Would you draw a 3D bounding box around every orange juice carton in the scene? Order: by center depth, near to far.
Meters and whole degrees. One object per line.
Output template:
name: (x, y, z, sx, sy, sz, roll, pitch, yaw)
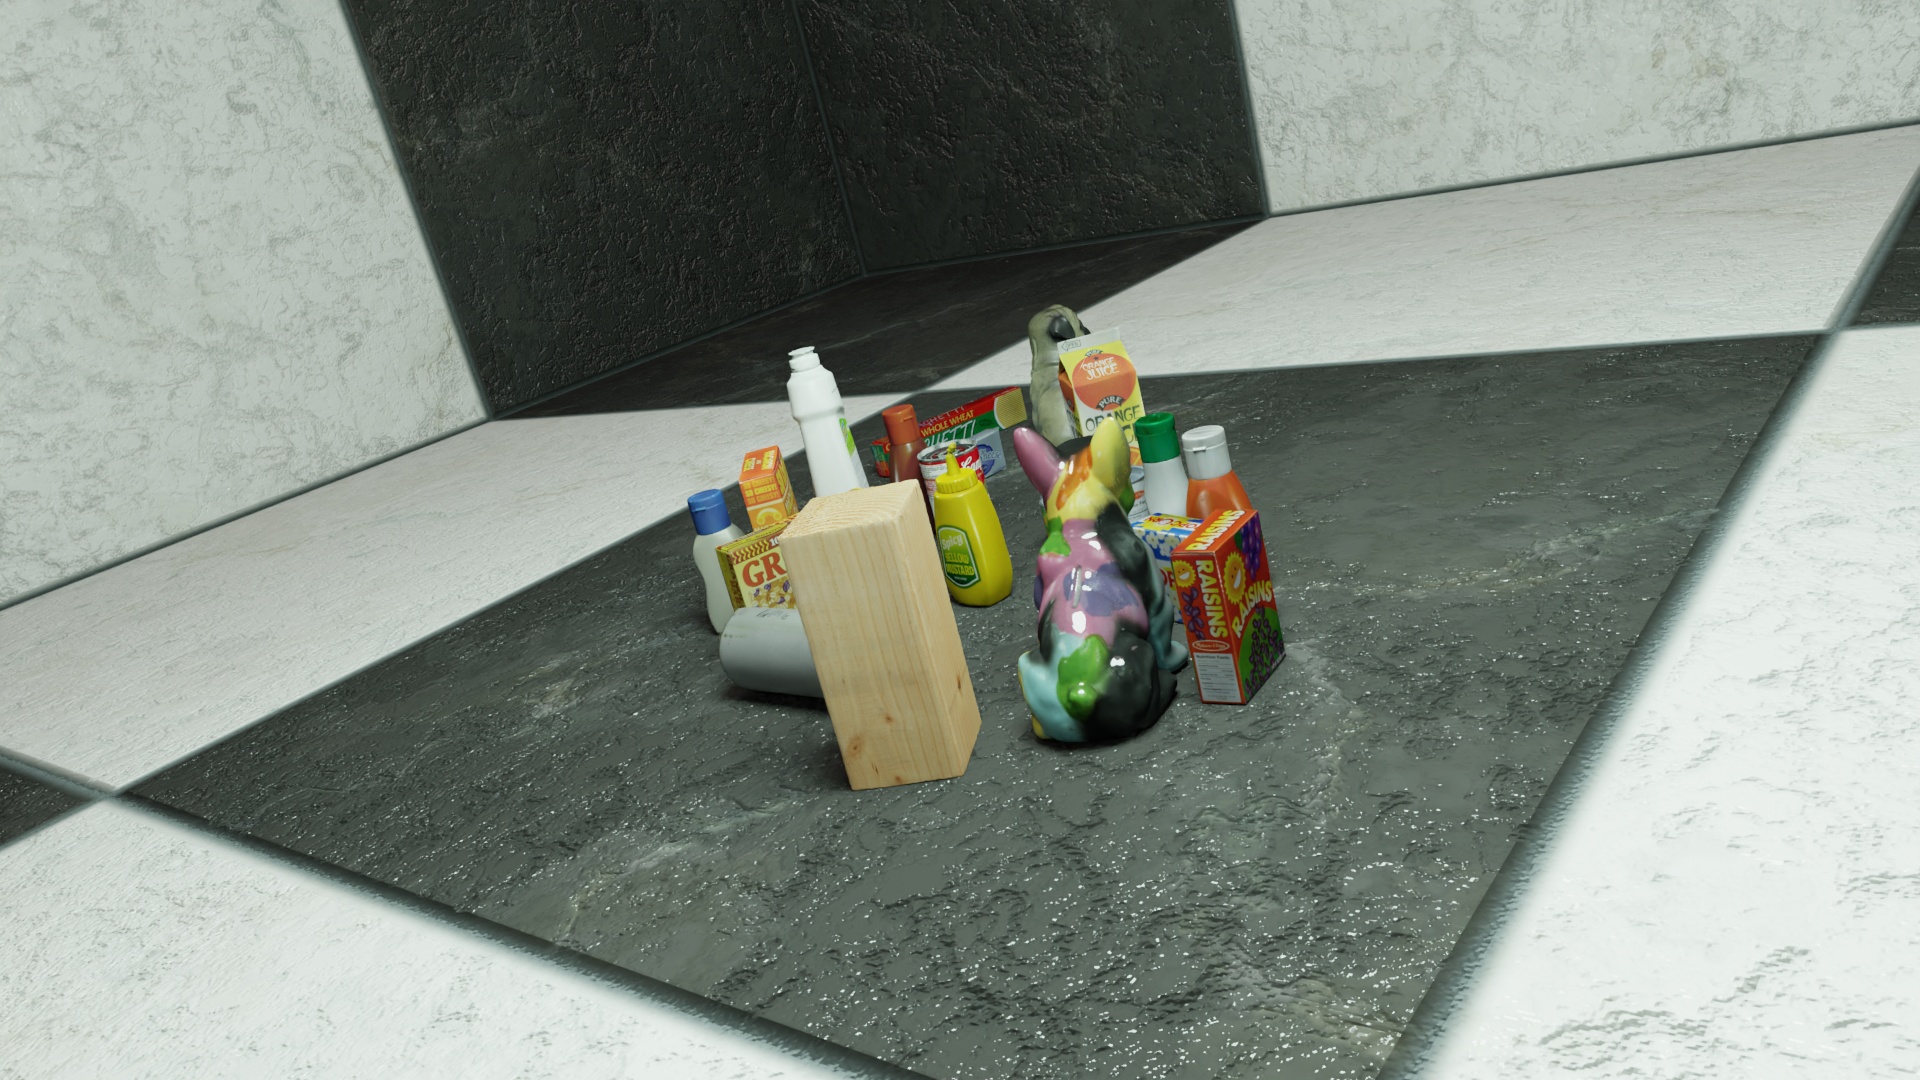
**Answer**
orange juice carton: (0.158, -0.130, 1.500, 0.072, 0.192, 0.073, -16, 17, -5)

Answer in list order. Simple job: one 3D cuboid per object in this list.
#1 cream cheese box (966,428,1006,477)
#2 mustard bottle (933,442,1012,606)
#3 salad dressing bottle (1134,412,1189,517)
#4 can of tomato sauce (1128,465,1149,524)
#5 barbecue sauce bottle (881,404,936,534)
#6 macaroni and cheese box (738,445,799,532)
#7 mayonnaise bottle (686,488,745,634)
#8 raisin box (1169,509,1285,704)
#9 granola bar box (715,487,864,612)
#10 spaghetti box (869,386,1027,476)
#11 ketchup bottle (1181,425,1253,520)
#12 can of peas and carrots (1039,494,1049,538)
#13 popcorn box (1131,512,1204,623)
cream cheese box: (0.012, -0.099, 1.747, 0.104, 0.053, 0.024, -28, 22, -38)
mustard bottle: (0.005, -0.017, 1.328, 0.065, 0.159, 0.049, 3, 24, 43)
salad dressing bottle: (0.193, -0.043, 1.285, 0.044, 0.147, 0.064, -9, 18, 16)
can of tomato sauce: (0.159, -0.024, 1.359, 0.071, 0.082, 0.071, -13, 18, 4)
barbecue sauce bottle: (-0.053, -0.079, 1.582, 0.065, 0.148, 0.043, -24, 20, -29)
macaroni and cheese box: (-0.182, -0.003, 1.420, 0.040, 0.166, 0.124, -15, 17, -1)
mayonnaise bottle: (-0.241, 0.021, 1.421, 0.065, 0.147, 0.041, -10, 18, 13)
raisin box: (0.201, 0.048, 1.040, 0.040, 0.123, 0.086, -1, 22, 37)
granola bar box: (-0.142, 0.035, 1.344, 0.166, 0.123, 0.039, -25, 20, -30)
spaghetti box: (-0.013, -0.153, 1.933, 0.251, 0.050, 0.028, -25, 20, -31)
ketchup bottle: (0.223, -0.024, 1.200, 0.064, 0.148, 0.044, -6, 19, 26)
can of peas and carrots: (0.117, -0.019, 1.416, 0.071, 0.058, 0.071, -13, 18, 4)
popcorn box: (0.201, 0.028, 1.165, 0.038, 0.085, 0.126, -25, 20, -30)
